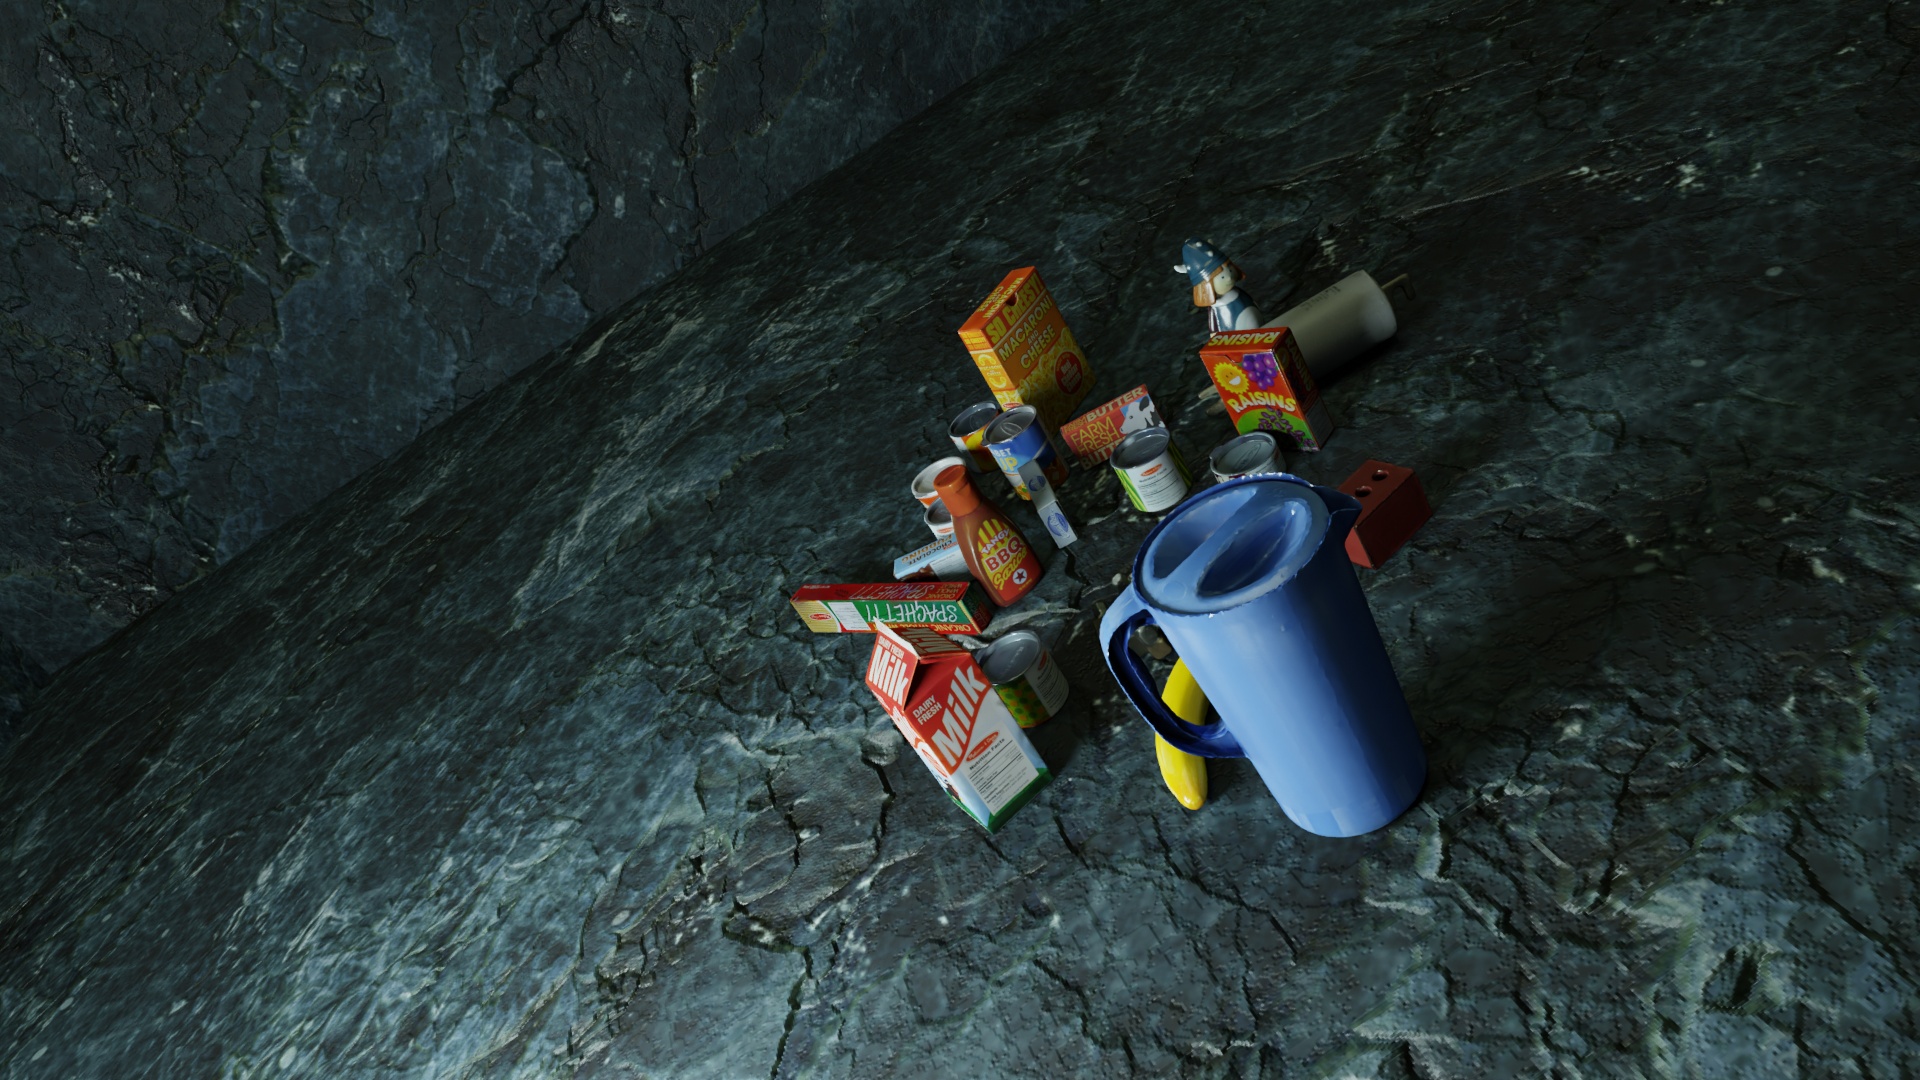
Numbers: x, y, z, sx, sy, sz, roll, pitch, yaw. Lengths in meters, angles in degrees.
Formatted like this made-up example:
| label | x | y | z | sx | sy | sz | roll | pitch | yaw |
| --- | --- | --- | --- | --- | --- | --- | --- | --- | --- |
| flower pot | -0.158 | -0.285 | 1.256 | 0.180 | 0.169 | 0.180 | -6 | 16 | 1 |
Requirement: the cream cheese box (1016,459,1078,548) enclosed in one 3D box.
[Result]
| label | x | y | z | sx | sy | sz | roll | pitch | yaw |
| --- | --- | --- | --- | --- | --- | --- | --- | --- | --- |
| cream cheese box | 0.090 | -0.039 | 1.439 | 0.024 | 0.053 | 0.104 | -30 | 29 | 5 |

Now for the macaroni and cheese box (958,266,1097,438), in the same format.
| label | x | y | z | sx | sy | sz | roll | pitch | yaw |
| --- | --- | --- | --- | --- | --- | --- | --- | --- | --- |
| macaroni and cheese box | 0.081 | -0.211 | 1.595 | 0.040 | 0.166 | 0.124 | 0 | 42 | 45 |

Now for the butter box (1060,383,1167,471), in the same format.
| label | x | y | z | sx | sy | sz | roll | pitch | yaw |
| --- | --- | --- | --- | --- | --- | --- | --- | --- | --- |
| butter box | 0.165 | -0.121 | 1.492 | 0.103 | 0.053 | 0.024 | -27 | 29 | 10 |

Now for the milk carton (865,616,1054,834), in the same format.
| label | x | y | z | sx | sy | sz | roll | pitch | yaw |
| --- | --- | --- | --- | --- | --- | --- | --- | --- | --- |
| milk carton | -0.009 | 0.139 | 1.120 | 0.073 | 0.190 | 0.072 | -40 | 30 | -14 |

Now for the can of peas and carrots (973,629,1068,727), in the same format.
| label | x | y | z | sx | sy | sz | roll | pitch | yaw |
| --- | --- | --- | --- | --- | --- | --- | --- | --- | --- |
| can of peas and carrots | 0.052 | 0.122 | 1.223 | 0.071 | 0.058 | 0.071 | -24 | 30 | 15 |

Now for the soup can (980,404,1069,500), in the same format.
| label | x | y | z | sx | sy | sz | roll | pitch | yaw |
| --- | --- | --- | --- | --- | --- | --- | --- | --- | --- |
| soup can | 0.070 | -0.094 | 1.512 | 0.071 | 0.083 | 0.072 | -24 | 30 | 15 |

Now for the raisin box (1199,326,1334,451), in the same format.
| label | x | y | z | sx | sy | sz | roll | pitch | yaw |
| --- | --- | --- | --- | --- | --- | --- | --- | --- | --- |
| raisin box | 0.293 | -0.143 | 1.329 | 0.086 | 0.123 | 0.040 | 5 | 46 | 48 |

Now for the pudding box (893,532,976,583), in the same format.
| label | x | y | z | sx | sy | sz | roll | pitch | yaw |
| --- | --- | --- | --- | --- | --- | --- | --- | --- | --- |
| pudding box | -0.023 | 0.029 | 1.448 | 0.083 | 0.049 | 0.030 | -25 | 29 | 12 |

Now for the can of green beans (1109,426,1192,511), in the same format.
| label | x | y | z | sx | sy | sz | roll | pitch | yaw |
| --- | --- | --- | --- | --- | --- | --- | --- | --- | --- |
| can of green beans | 0.191 | -0.071 | 1.385 | 0.071 | 0.057 | 0.071 | -24 | 30 | 15 |

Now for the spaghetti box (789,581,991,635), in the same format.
| label | x | y | z | sx | sy | sz | roll | pitch | yaw |
| --- | --- | --- | --- | --- | --- | --- | --- | --- | --- |
| spaghetti box | -0.075 | 0.070 | 1.435 | 0.250 | 0.050 | 0.029 | -3 | 41 | 42 |

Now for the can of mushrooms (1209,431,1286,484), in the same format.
| label | x | y | z | sx | sy | sz | roll | pitch | yaw |
| --- | --- | --- | --- | --- | --- | --- | --- | --- | --- |
| can of mushrooms | 0.274 | -0.072 | 1.331 | 0.071 | 0.033 | 0.071 | -24 | 30 | 15 |

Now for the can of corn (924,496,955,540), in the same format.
| label | x | y | z | sx | sy | sz | roll | pitch | yaw |
| --- | --- | --- | --- | --- | --- | --- | --- | --- | --- |
| can of corn | 0.005 | -0.019 | 1.485 | 0.071 | 0.058 | 0.071 | -24 | 30 | 15 |

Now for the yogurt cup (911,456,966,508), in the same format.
| label | x | y | z | sx | sy | sz | roll | pitch | yaw |
| --- | --- | --- | --- | --- | --- | --- | --- | --- | --- |
| yogurt cup | -0.013 | -0.054 | 1.561 | 0.072 | 0.053 | 0.073 | -24 | 30 | 15 |

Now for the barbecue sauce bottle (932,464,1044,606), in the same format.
| label | x | y | z | sx | sy | sz | roll | pitch | yaw |
| --- | --- | --- | --- | --- | --- | --- | --- | --- | --- |
| barbecue sauce bottle | 0.024 | -0.008 | 1.357 | 0.065 | 0.148 | 0.044 | -40 | 30 | -14 |

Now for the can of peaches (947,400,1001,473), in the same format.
| label | x | y | z | sx | sy | sz | roll | pitch | yaw |
| --- | --- | --- | --- | --- | --- | --- | --- | --- | --- |
| can of peaches | 0.030 | -0.121 | 1.619 | 0.071 | 0.058 | 0.071 | -24 | 30 | 15 |
